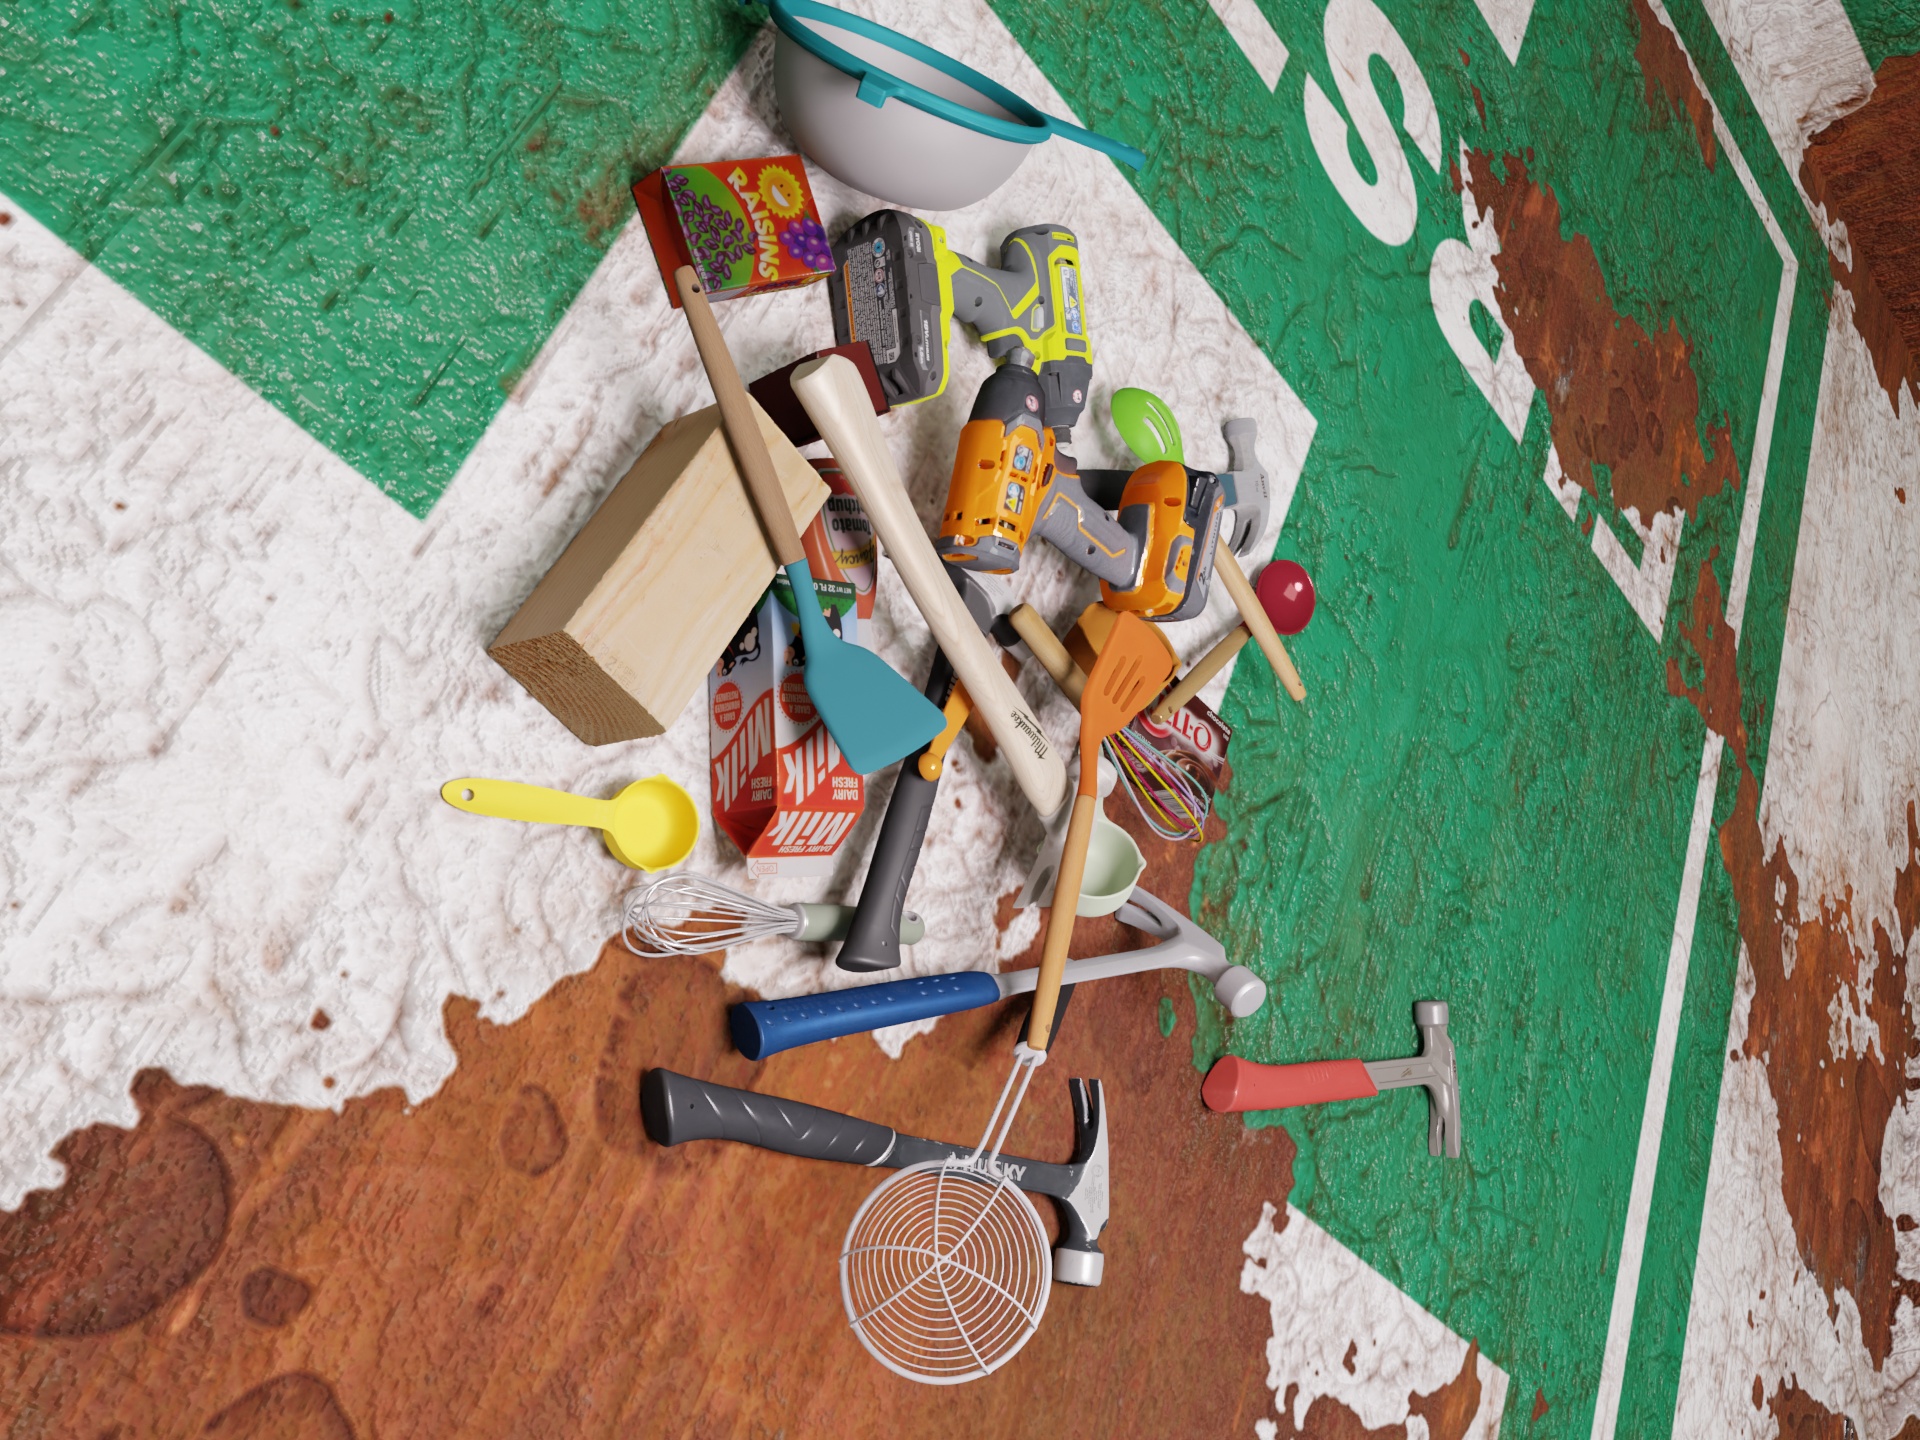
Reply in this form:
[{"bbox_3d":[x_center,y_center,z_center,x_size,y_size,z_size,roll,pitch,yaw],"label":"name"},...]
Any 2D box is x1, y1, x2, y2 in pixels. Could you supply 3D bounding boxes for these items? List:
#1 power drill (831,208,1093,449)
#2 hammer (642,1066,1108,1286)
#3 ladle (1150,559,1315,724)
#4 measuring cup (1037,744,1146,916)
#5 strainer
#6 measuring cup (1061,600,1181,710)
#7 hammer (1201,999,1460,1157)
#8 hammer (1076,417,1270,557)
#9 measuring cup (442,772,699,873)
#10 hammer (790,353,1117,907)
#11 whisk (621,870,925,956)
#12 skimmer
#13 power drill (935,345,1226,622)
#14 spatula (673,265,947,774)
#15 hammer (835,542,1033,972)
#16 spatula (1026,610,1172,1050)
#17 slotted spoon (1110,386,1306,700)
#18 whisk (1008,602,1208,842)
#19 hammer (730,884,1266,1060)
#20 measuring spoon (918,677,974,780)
[{"bbox_3d":[0.014,-0.294,1.201,0.223,0.080,0.171,-7,92,-46],"label":"power drill"},{"bbox_3d":[-0.039,0.287,1.080,0.408,0.036,0.149,24,66,-38],"label":"hammer"},{"bbox_3d":[0.235,-0.064,1.372,0.315,0.031,0.069,-38,103,-49],"label":"ladle"},{"bbox_3d":[0.098,0.081,1.232,0.083,0.038,0.168,7,46,-3],"label":"measuring cup"},{"bbox_3d":[-0.001,-0.418,1.162,0.340,0.211,0.095,1,126,-42],"label":"strainer"},{"bbox_3d":[0.122,-0.075,1.286,0.095,0.052,0.174,21,41,-18],"label":"measuring cup"},{"bbox_3d":[0.343,0.332,1.429,0.358,0.037,0.149,7,78,-43],"label":"hammer"},{"bbox_3d":[0.157,-0.196,1.347,0.331,0.033,0.128,-8,87,-43],"label":"hammer"},{"bbox_3d":[-0.233,0.055,0.950,0.156,0.029,0.062,12,75,-29],"label":"measuring cup"},{"bbox_3d":[-0.007,-0.057,1.077,0.410,0.038,0.146,60,40,-29],"label":"hammer"},{"bbox_3d":[-0.114,0.131,1.033,0.246,0.058,0.059,11,110,-45],"label":"whisk"},{"bbox_3d":[0.026,0.280,1.067,0.363,0.127,0.090,-52,154,-64],"label":"skimmer"},{"bbox_3d":[0.092,-0.170,1.184,0.226,0.084,0.164,16,82,-36],"label":"power drill"},{"bbox_3d":[-0.102,-0.122,0.958,0.082,0.044,0.317,-29,103,-39],"label":"spatula"},{"bbox_3d":[-0.028,0.024,1.109,0.146,0.035,0.335,39,51,-32],"label":"hammer"},{"bbox_3d":[0.092,0.076,1.123,0.080,0.041,0.323,41,53,-43],"label":"spatula"},{"bbox_3d":[0.218,-0.147,1.348,0.313,0.031,0.070,58,46,-17],"label":"slotted spoon"},{"bbox_3d":[0.116,0.006,1.214,0.244,0.051,0.047,51,13,-21],"label":"whisk"},{"bbox_3d":[0.026,0.183,1.121,0.405,0.144,0.035,-3,120,-35],"label":"hammer"},{"bbox_3d":[-0.002,-0.004,1.111,0.021,0.011,0.117,49,47,-26],"label":"measuring spoon"}]
